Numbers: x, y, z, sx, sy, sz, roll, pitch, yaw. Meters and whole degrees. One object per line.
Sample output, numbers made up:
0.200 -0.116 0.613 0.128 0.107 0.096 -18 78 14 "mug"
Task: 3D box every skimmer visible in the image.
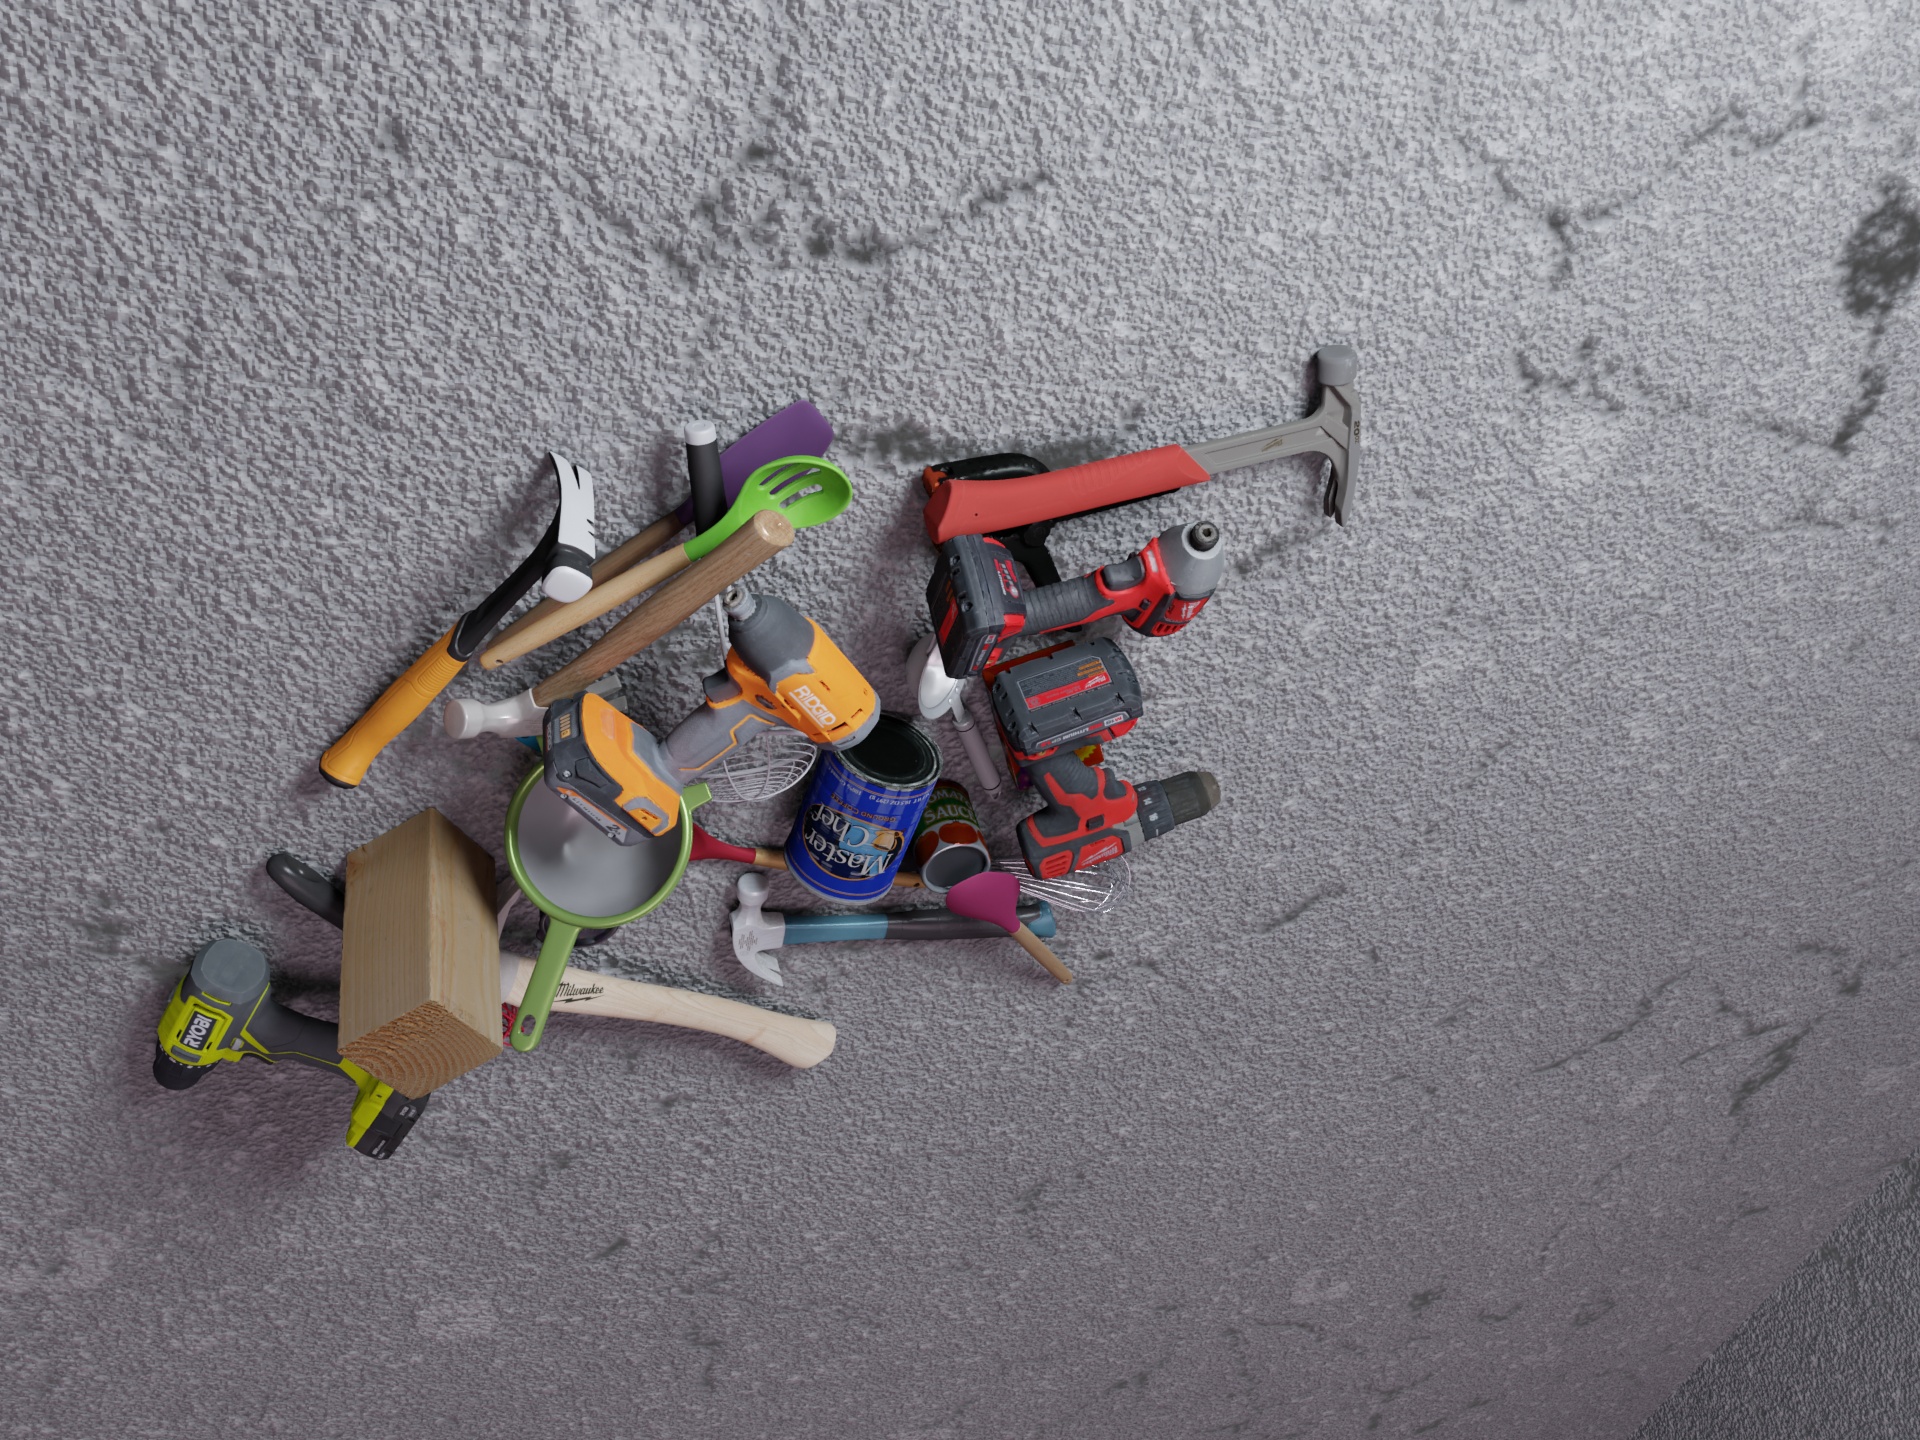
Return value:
-0.184 -0.076 1.243 0.127 0.090 0.363 -9 126 -9 "skimmer"

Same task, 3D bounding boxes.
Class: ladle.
-0.165 0.127 1.448 0.315 0.031 0.069 12 128 -30 "ladle"

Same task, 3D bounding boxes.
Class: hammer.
-0.061 0.198 1.542 0.331 0.033 0.128 1 129 -19 "hammer"
-0.278 0.260 1.501 0.410 0.038 0.146 22 87 -40 "hammer"
-0.237 -0.064 1.163 0.331 0.031 0.130 -30 164 35 "hammer"
-0.378 -0.055 1.178 0.034 0.127 0.337 27 127 -37 "hammer"
0.146 -0.184 1.231 0.359 0.037 0.149 -15 125 -14 "hammer"

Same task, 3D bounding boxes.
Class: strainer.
-0.305 0.143 1.291 0.151 0.069 0.256 19 86 3 "strainer"
-0.002 -0.004 1.375 0.087 0.050 0.258 -58 147 -26 "strainer"

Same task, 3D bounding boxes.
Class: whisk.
0.035 0.141 1.513 0.284 0.070 0.070 9 127 -19 "whisk"
-0.488 0.205 1.387 0.073 0.073 0.295 -32 128 11 "whisk"

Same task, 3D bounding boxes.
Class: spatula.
-0.229 -0.136 1.195 0.316 0.018 0.059 -32 135 10 "spatula"

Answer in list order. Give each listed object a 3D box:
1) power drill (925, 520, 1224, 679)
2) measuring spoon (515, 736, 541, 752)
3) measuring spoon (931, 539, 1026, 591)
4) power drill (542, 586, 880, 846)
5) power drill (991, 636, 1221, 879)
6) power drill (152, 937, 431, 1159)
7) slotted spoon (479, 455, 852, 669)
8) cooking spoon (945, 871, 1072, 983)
0.093 -0.101 1.217 0.219 0.079 0.143 -10 163 -14 "power drill"
-0.319 0.036 1.315 0.042 0.021 0.128 -42 131 19 "measuring spoon"
0.017 -0.120 1.296 0.021 0.011 0.116 -41 131 18 "measuring spoon"
-0.193 -0.008 1.168 0.226 0.084 0.164 -26 138 12 "power drill"
0.128 0.037 1.378 0.188 0.080 0.226 -19 136 -2 "power drill"
-0.587 0.298 1.397 0.228 0.080 0.190 29 127 -17 "power drill"
-0.218 -0.110 1.142 0.314 0.031 0.070 -26 141 14 "slotted spoon"
0.059 0.206 1.538 0.069 0.017 0.318 -27 149 8 "cooking spoon"
